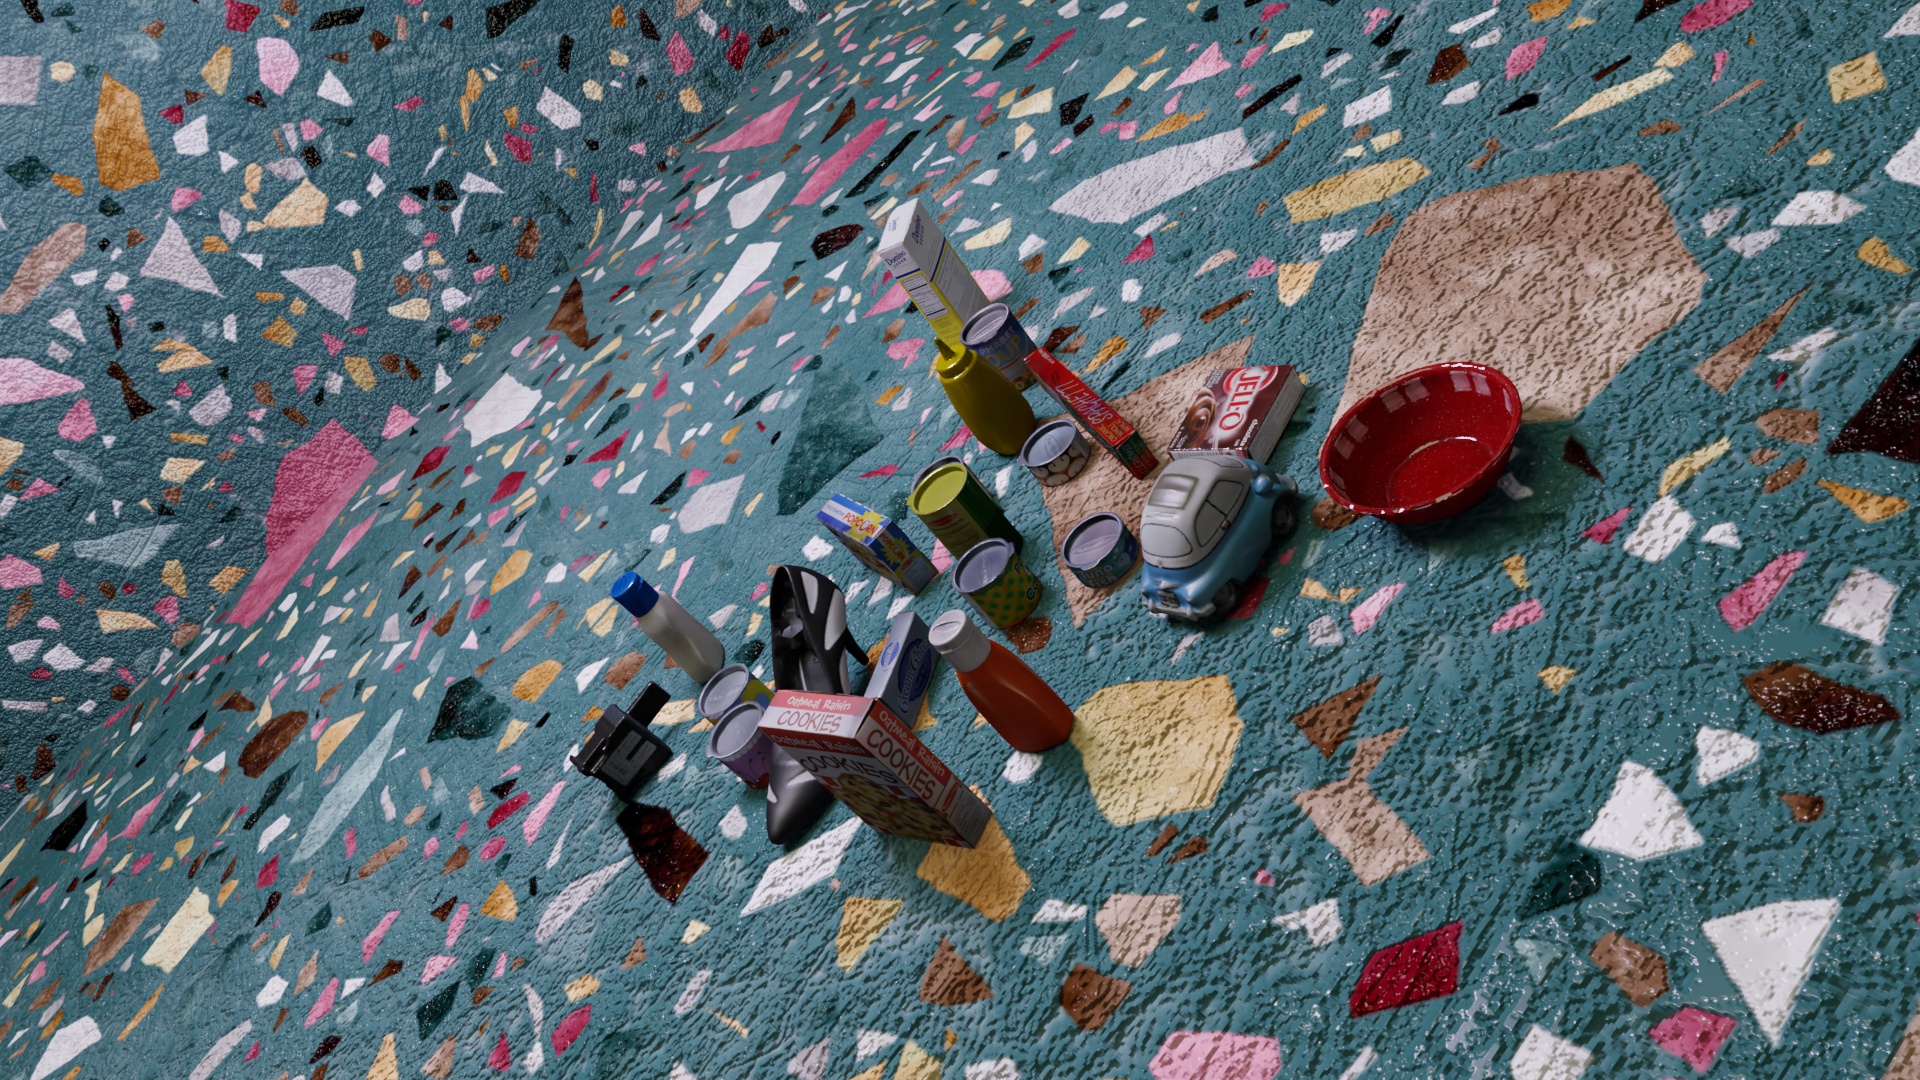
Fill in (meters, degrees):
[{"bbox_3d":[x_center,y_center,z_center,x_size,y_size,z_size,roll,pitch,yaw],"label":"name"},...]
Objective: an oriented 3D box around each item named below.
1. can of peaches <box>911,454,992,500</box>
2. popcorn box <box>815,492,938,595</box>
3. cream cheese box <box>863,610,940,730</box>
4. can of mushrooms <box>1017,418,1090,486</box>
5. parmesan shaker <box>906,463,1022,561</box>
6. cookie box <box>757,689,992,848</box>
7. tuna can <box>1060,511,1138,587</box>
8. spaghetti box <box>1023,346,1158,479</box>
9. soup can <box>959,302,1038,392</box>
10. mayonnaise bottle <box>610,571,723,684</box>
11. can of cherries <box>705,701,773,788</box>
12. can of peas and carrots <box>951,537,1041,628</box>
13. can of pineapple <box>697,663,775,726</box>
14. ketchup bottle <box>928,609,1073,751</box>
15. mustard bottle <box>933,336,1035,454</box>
[{"bbox_3d":[-0.010,-0.048,1.458,0.071,0.058,0.071,-27,35,21],"label":"can of peaches"},{"bbox_3d":[-0.089,0.002,1.454,0.038,0.085,0.127,-48,33,-11],"label":"popcorn box"},{"bbox_3d":[-0.052,0.122,1.304,0.024,0.053,0.104,-12,42,37],"label":"cream cheese box"},{"bbox_3d":[0.096,-0.089,1.422,0.071,0.033,0.071,-27,35,21],"label":"can of mushrooms"},{"bbox_3d":[0.005,-0.017,1.365,0.071,0.103,0.072,-27,35,21],"label":"parmesan shaker"},{"bbox_3d":[-0.070,0.187,1.140,0.123,0.167,0.040,-2,49,45],"label":"cookie box"},{"bbox_3d":[0.128,0.010,1.272,0.071,0.032,0.071,-27,35,21],"label":"tuna can"},{"bbox_3d":[0.130,-0.134,1.426,0.028,0.050,0.251,-39,33,2],"label":"spaghetti box"},{"bbox_3d":[0.049,-0.215,1.573,0.071,0.083,0.072,-27,35,21],"label":"soup can"},{"bbox_3d":[-0.321,0.093,1.525,0.041,0.147,0.065,-33,33,13],"label":"mayonnaise bottle"},{"bbox_3d":[-0.205,0.202,1.360,0.071,0.058,0.072,-27,35,21],"label":"can of cherries"},{"bbox_3d":[0.036,0.039,1.307,0.071,0.058,0.071,-27,35,21],"label":"can of peas and carrots"},{"bbox_3d":[-0.226,0.170,1.420,0.071,0.057,0.071,-27,35,21],"label":"can of pineapple"},{"bbox_3d":[0.030,0.116,1.140,0.064,0.148,0.044,-14,41,35],"label":"ketchup bottle"},{"bbox_3d":[0.017,-0.161,1.470,0.049,0.160,0.065,6,55,49],"label":"mustard bottle"}]
